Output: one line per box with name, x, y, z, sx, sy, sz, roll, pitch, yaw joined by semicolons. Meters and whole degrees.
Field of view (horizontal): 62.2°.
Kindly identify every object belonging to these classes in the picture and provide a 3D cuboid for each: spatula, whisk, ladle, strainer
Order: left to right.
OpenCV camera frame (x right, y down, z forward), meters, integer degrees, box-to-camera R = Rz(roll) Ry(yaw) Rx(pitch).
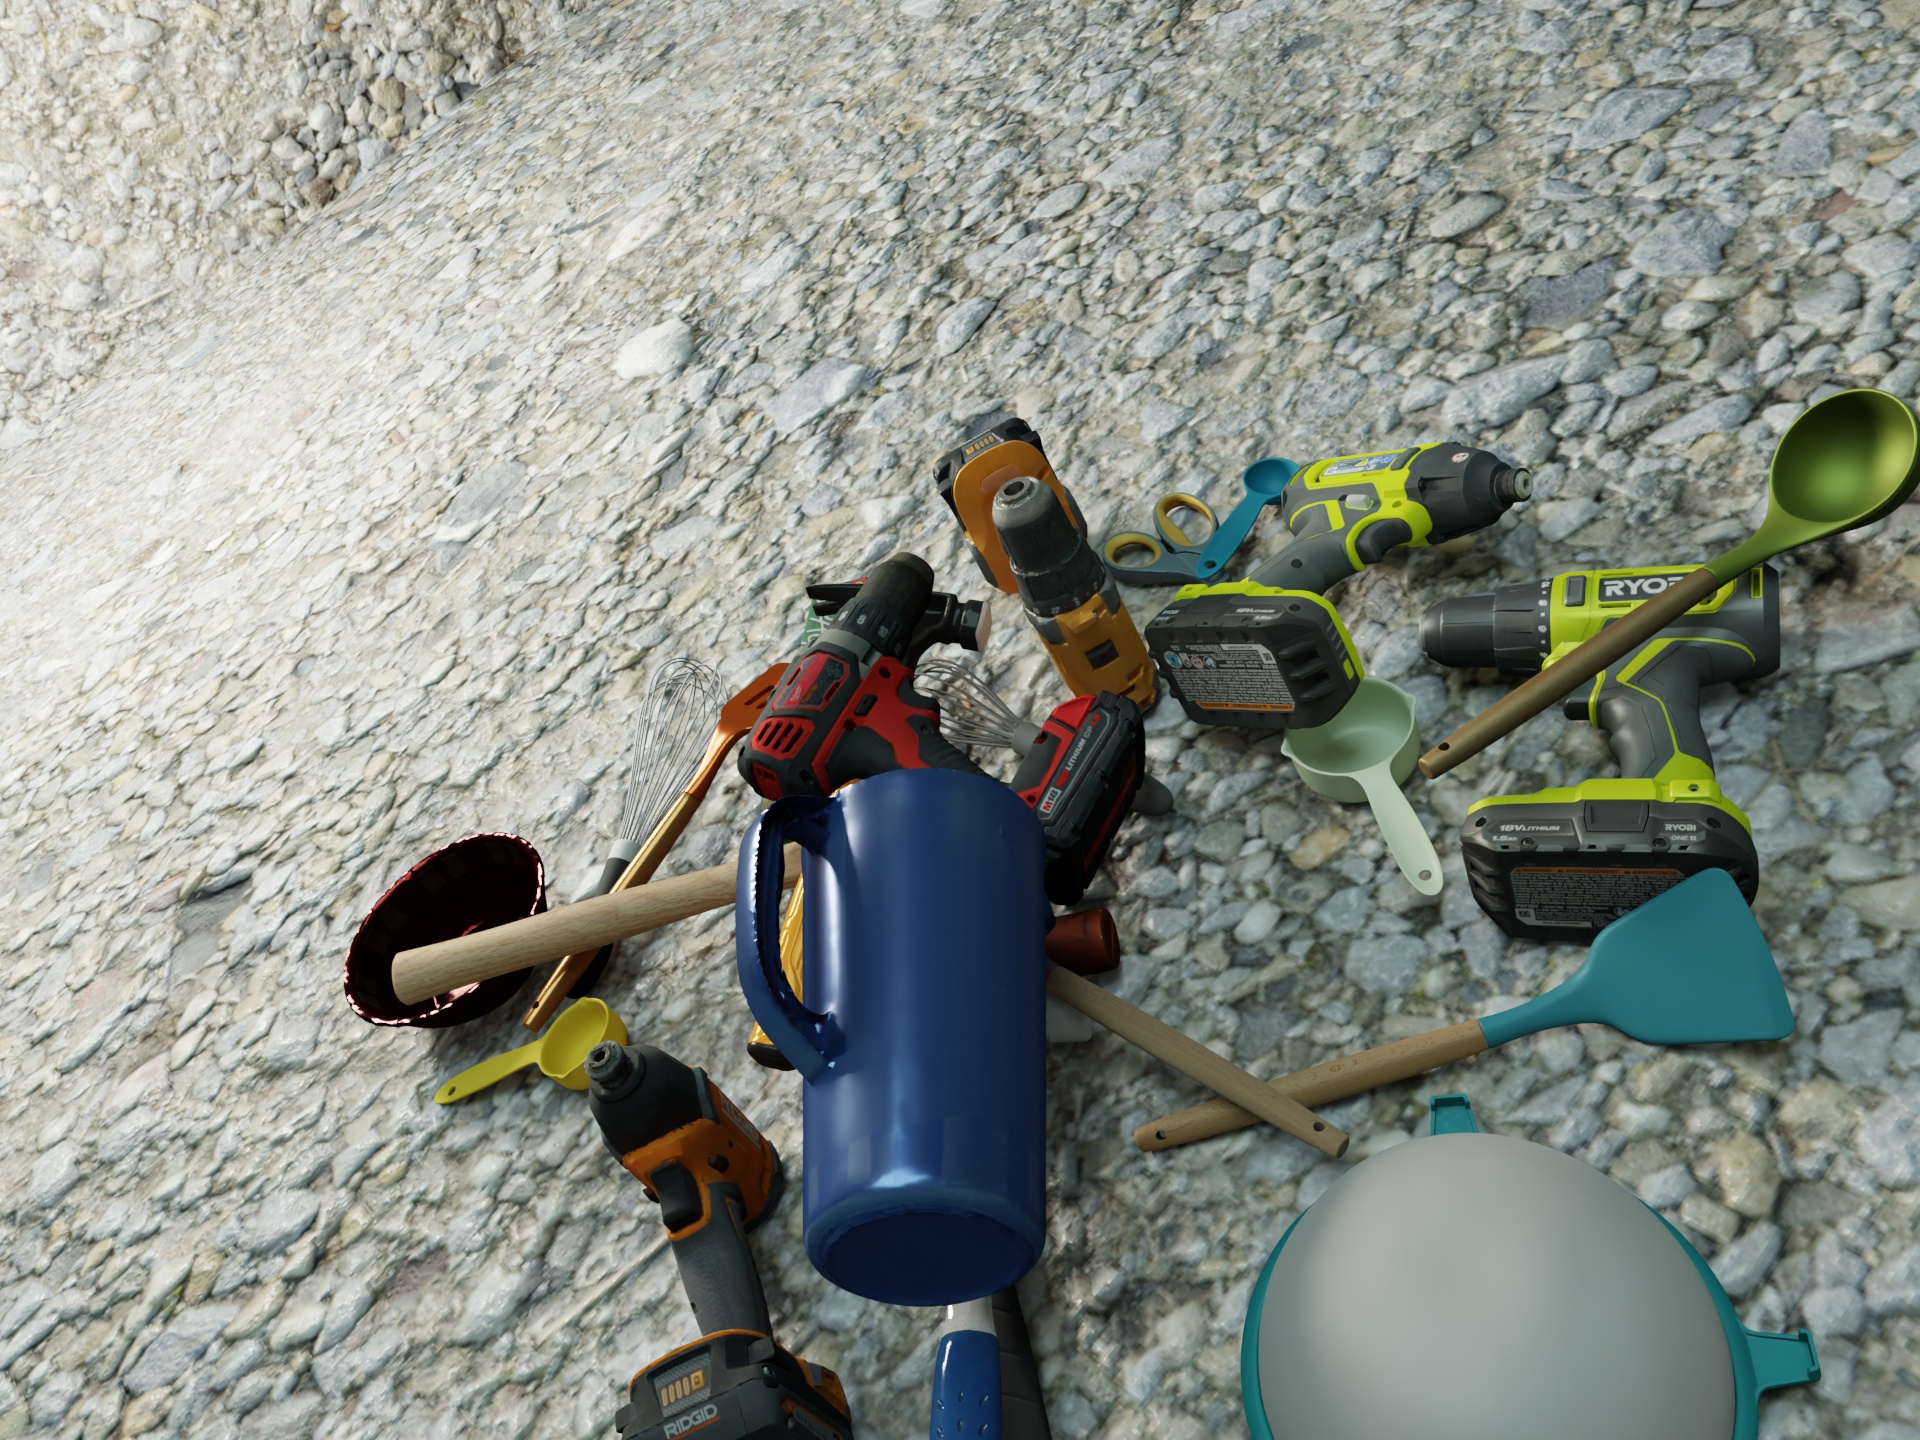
whisk;-0.228;0.069;1.139;0.070;0.070;0.285;-4;53;27
spatula;-0.193;0.078;1.092;0.081;0.041;0.323;16;64;39
whisk;0.044;0.013;1.047;0.239;0.055;0.055;26;65;38
spatula;0.069;0.152;0.858;0.316;0.018;0.060;25;58;36
strainer;0.166;0.285;0.639;0.340;0.095;0.211;-37;42;-19
spatula;0.233;0.162;0.786;0.317;0.044;0.082;-22;80;14
ladle;0.367;-0.069;0.828;0.320;0.062;0.078;-33;34;-7

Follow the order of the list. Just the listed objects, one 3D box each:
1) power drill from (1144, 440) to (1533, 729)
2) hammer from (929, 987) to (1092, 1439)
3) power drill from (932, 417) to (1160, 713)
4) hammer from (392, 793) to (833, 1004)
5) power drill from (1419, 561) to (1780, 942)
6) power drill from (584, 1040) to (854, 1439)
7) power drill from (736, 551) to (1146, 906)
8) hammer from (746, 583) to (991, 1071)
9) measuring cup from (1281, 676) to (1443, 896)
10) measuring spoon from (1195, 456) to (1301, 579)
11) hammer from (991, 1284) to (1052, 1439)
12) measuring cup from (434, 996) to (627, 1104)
power drill;0.233;-0.093;0.977;0.223;0.080;0.171;-44;26;-27
hammer;-0.002;0.282;0.747;0.144;0.035;0.406;-4;38;5
power drill;0.049;-0.122;1.071;0.084;0.185;0.226;-29;38;4
hammer;-0.206;0.120;1.029;0.331;0.031;0.130;-16;57;1
power drill;0.337;0.005;0.860;0.190;0.080;0.229;-1;46;27
power drill;-0.132;0.272;0.802;0.084;0.164;0.227;-27;43;2
power drill;-0.002;-0.003;0.970;0.227;0.080;0.188;21;62;20
hammer;-0.078;0.056;1.003;0.127;0.034;0.337;8;60;13
measuring cup;0.241;0.044;0.906;0.083;0.038;0.168;-23;44;8
measuring spoon;0.199;-0.136;1.113;0.042;0.021;0.129;21;59;30
hammer;0.038;0.350;0.723;0.149;0.036;0.409;-25;41;4
measuring cup;-0.281;0.229;1.041;0.156;0.029;0.062;-25;37;24
